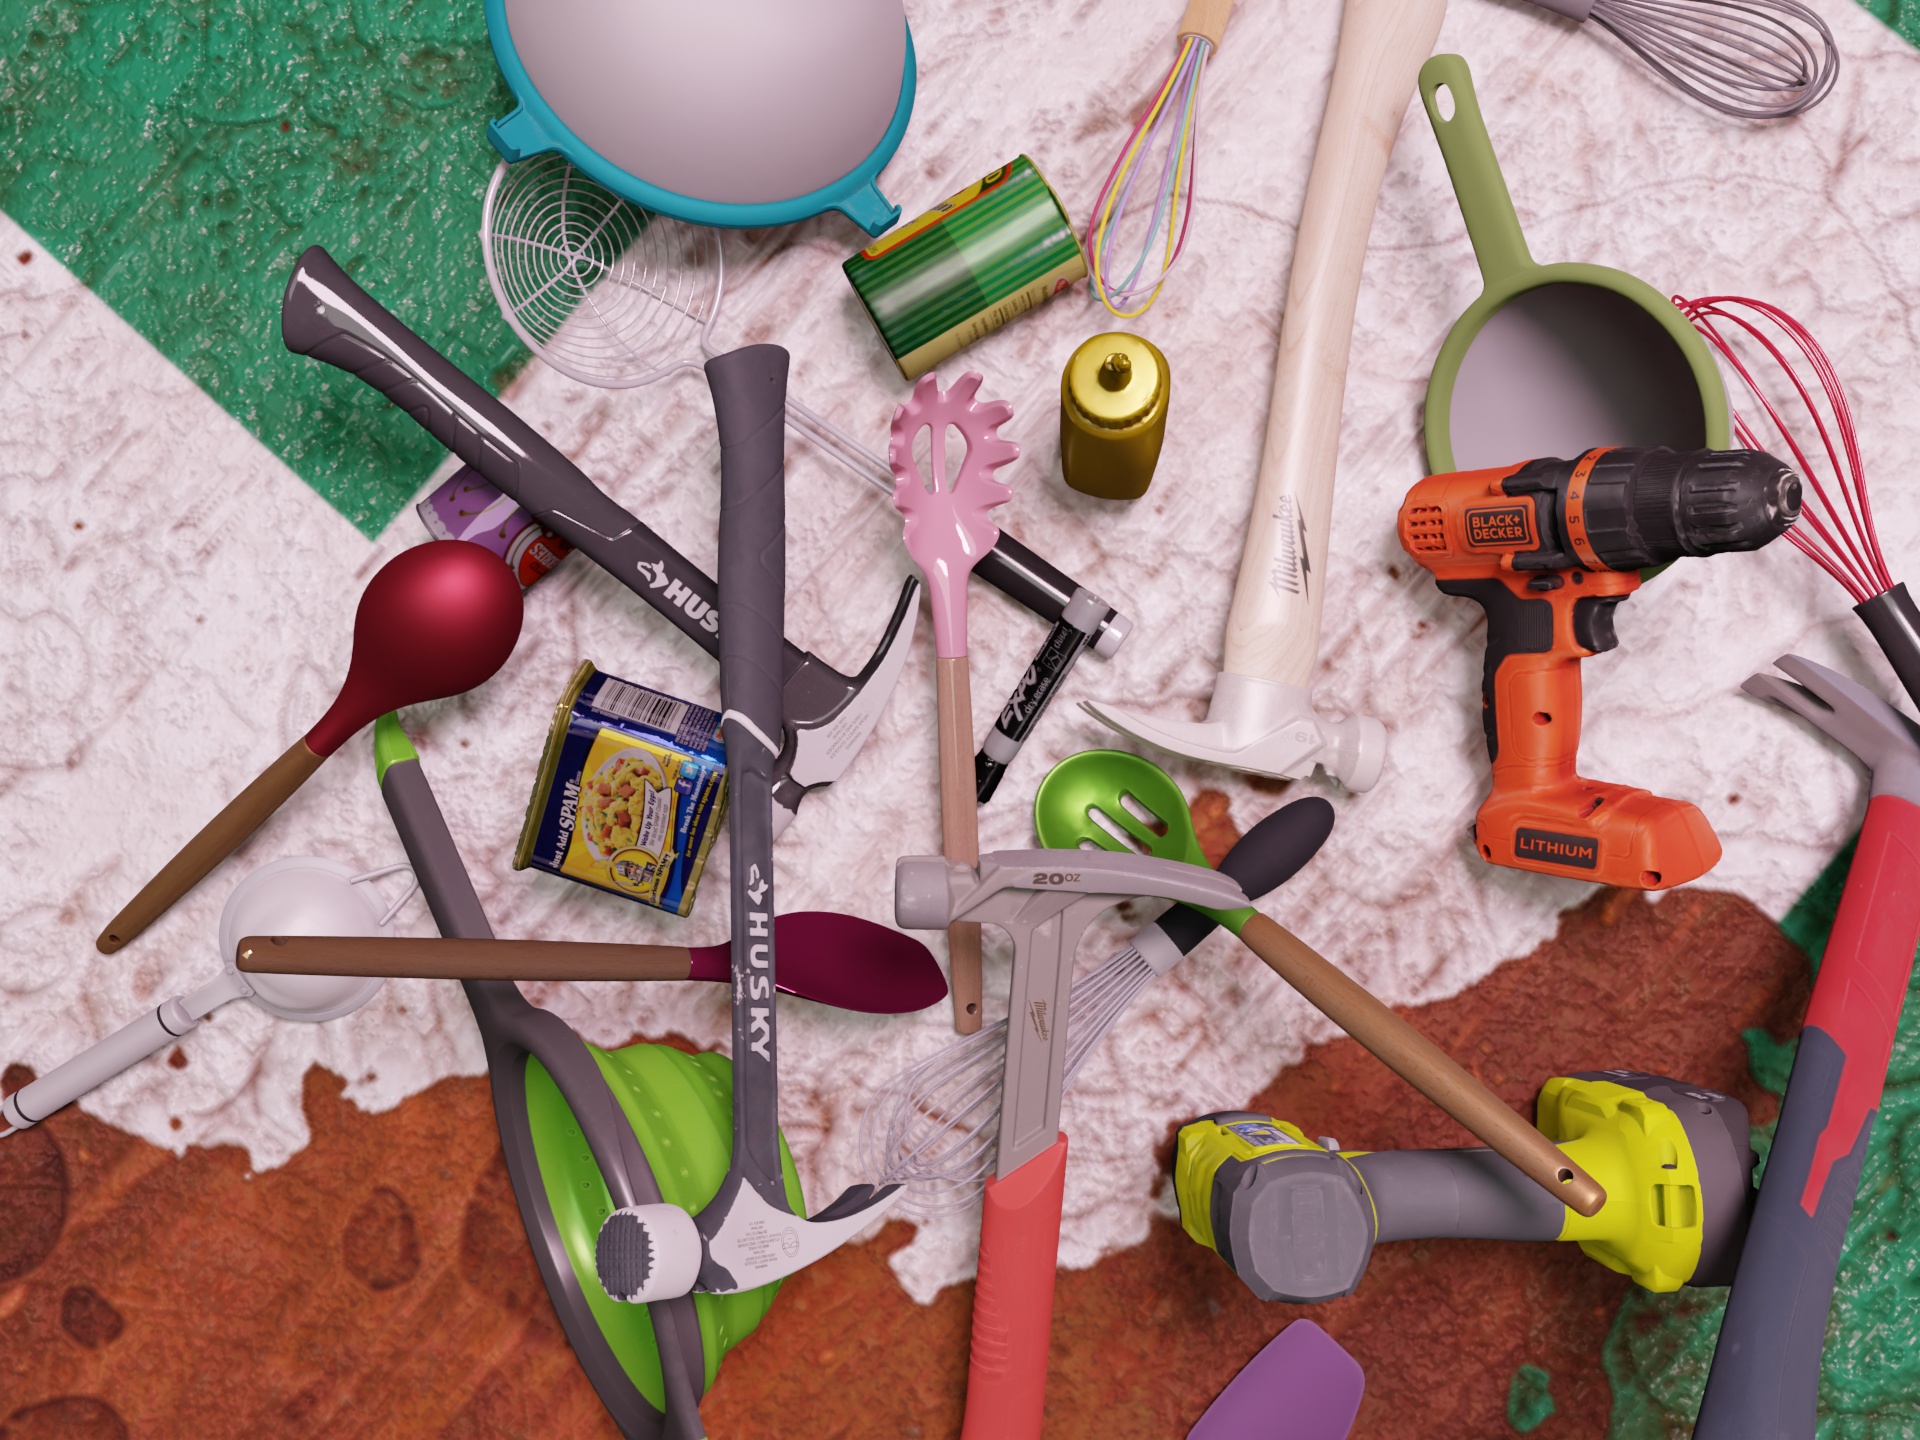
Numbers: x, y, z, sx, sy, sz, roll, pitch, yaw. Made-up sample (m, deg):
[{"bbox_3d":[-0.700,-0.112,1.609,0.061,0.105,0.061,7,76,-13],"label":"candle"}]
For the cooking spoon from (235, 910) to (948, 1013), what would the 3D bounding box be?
[{"bbox_3d":[-0.145,0.106,0.697,0.318,0.069,0.017,7,123,-32],"label":"cooking spoon"}]

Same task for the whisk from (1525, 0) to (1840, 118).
[{"bbox_3d":[0.307,-0.353,0.772,0.239,0.055,0.055,26,89,9],"label":"whisk"}]

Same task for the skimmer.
[{"bbox_3d":[-0.065,-0.151,0.764,0.363,0.090,0.127,35,71,4],"label":"skimmer"}]

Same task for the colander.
[{"bbox_3d":[-0.172,0.152,0.755,0.094,0.204,0.397,-18,67,-30],"label":"colander"}]

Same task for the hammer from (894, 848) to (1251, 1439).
[{"bbox_3d":[0.036,0.231,0.713,0.149,0.037,0.359,3,105,-3],"label":"hammer"}]

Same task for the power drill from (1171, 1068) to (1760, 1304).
[{"bbox_3d":[0.208,0.200,0.697,0.223,0.171,0.080,-1,85,-4],"label":"power drill"}]

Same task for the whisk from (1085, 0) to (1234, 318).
[{"bbox_3d":[0.112,-0.314,0.791,0.047,0.051,0.245,20,84,-16],"label":"whisk"}]

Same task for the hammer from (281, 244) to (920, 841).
[{"bbox_3d":[-0.168,-0.097,0.744,0.334,0.035,0.146,40,93,-15],"label":"hammer"}]

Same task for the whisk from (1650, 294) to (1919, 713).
[{"bbox_3d":[0.408,-0.074,0.726,0.073,0.073,0.296,-28,80,2],"label":"whisk"}]

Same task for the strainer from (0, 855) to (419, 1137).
[{"bbox_3d":[-0.387,0.146,0.801,0.258,0.050,0.087,-31,100,5],"label":"strainer"}]

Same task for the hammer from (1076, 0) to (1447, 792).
[{"bbox_3d":[0.162,-0.179,0.768,0.146,0.038,0.411,11,86,-6],"label":"hammer"}]

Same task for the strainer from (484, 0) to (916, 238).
[{"bbox_3d":[-0.107,-0.406,0.753,0.211,0.095,0.340,6,75,-19],"label":"strainer"}]

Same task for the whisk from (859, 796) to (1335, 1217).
[{"bbox_3d":[0.068,0.129,0.760,0.284,0.070,0.070,-40,85,-4],"label":"whisk"}]

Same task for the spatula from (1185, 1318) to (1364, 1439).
[{"bbox_3d":[0.076,0.417,0.761,0.060,0.018,0.316,44,90,4],"label":"spatula"}]

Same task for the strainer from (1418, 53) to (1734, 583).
[{"bbox_3d":[0.276,-0.186,0.730,0.069,0.151,0.256,-17,88,-32],"label":"strainer"}]

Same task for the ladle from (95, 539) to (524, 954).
[{"bbox_3d":[-0.325,0.025,0.765,0.315,0.031,0.069,-38,113,20],"label":"ladle"}]

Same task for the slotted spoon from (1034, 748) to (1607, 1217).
[{"bbox_3d":[0.143,0.106,0.690,0.070,0.031,0.314,-46,49,-6],"label":"slotted spoon"}]

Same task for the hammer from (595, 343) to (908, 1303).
[{"bbox_3d":[-0.085,0.027,0.683,0.036,0.149,0.409,-12,73,36],"label":"hammer"}]

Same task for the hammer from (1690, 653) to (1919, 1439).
[{"bbox_3d":[0.342,0.134,0.644,0.143,0.038,0.386,37,56,3],"label":"hammer"}]

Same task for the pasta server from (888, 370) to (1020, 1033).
[{"bbox_3d":[-0.001,-0.002,0.751,0.060,0.040,0.316,-5,99,-13],"label":"pasta server"}]
